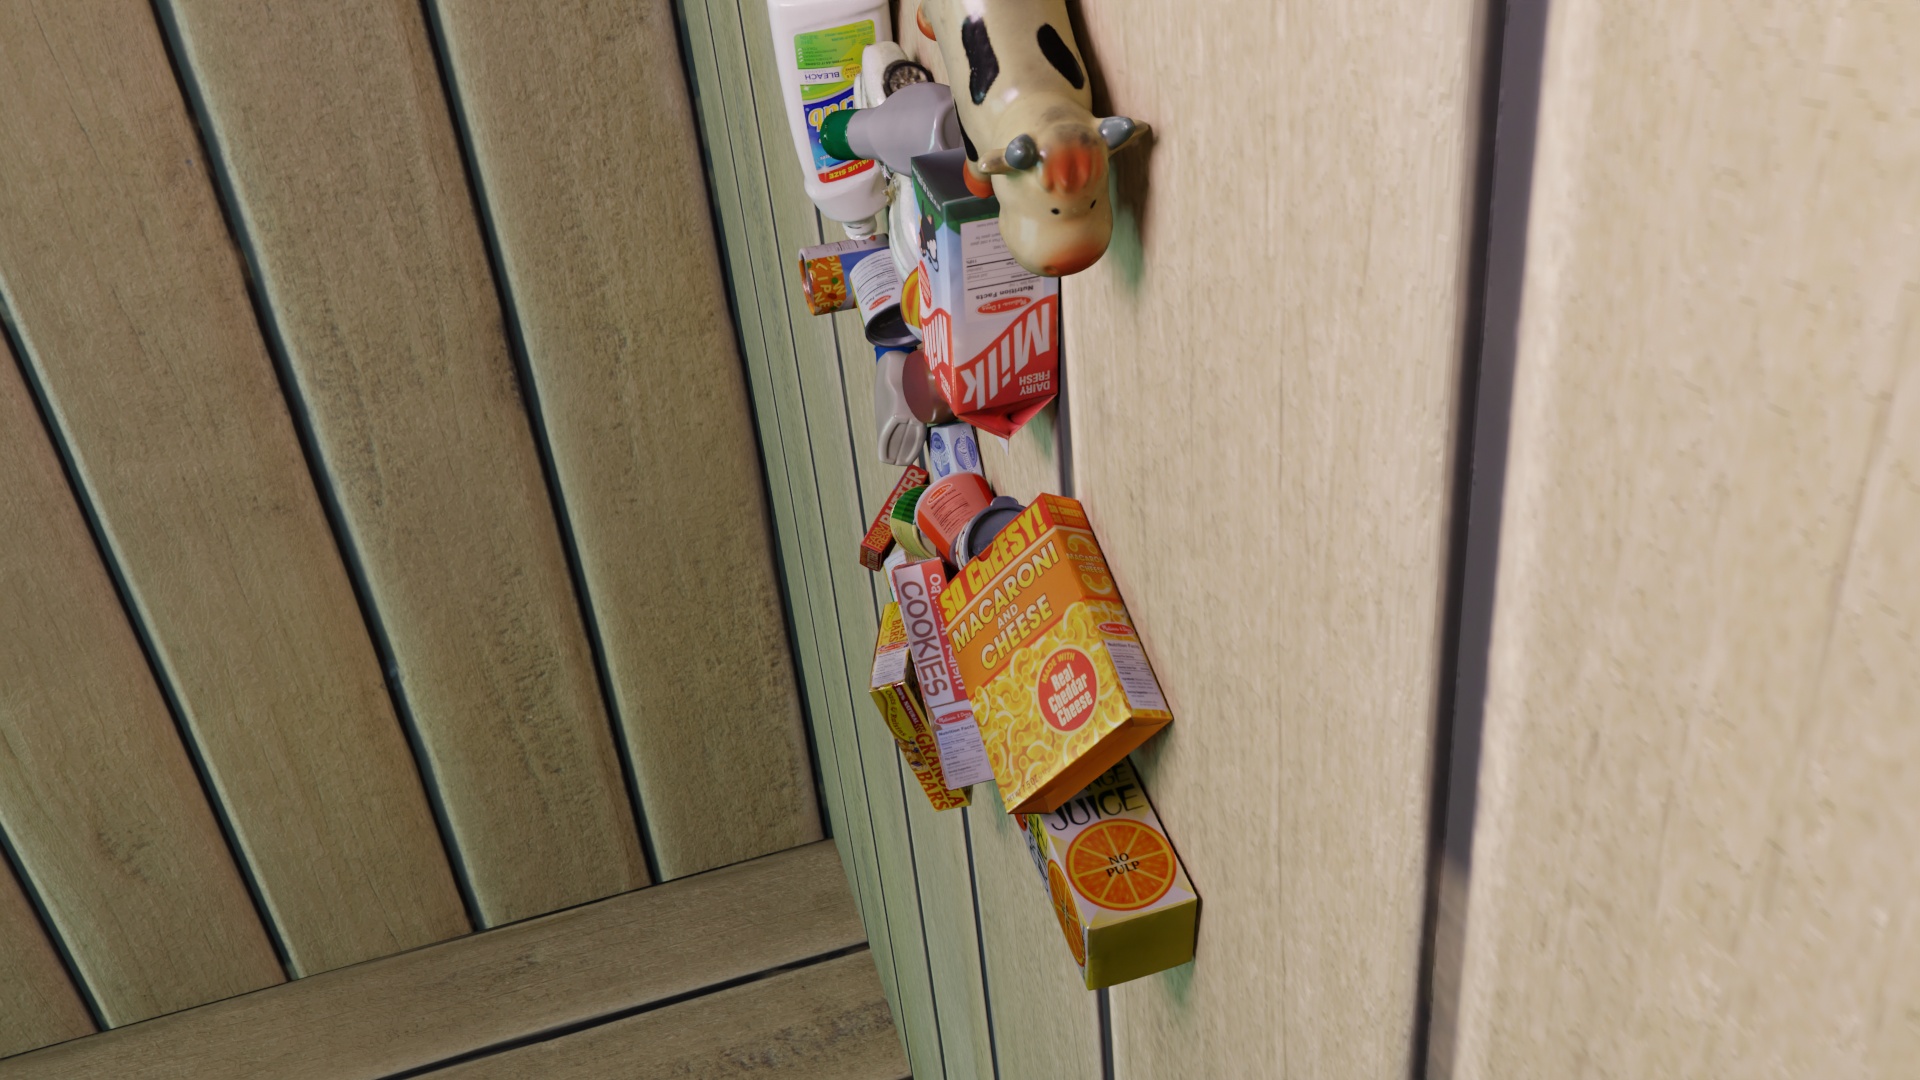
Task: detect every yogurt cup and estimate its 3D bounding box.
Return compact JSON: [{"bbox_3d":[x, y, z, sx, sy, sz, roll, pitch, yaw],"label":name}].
[{"bbox_3d":[0.004,-0.014,1.117,0.072,0.072,0.054,89,155,-45],"label":"yogurt cup"}]

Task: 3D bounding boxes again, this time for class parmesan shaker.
[{"bbox_3d":[-0.018,-0.013,1.218,0.103,0.071,0.071,-165,63,-76],"label":"parmesan shaker"}]

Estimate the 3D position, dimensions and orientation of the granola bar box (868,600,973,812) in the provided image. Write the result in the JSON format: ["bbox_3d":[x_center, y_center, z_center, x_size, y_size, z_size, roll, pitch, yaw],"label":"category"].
[{"bbox_3d":[-0.032,0.154,1.309,0.125,0.039,0.165,-82,-27,-54],"label":"granola bar box"}]

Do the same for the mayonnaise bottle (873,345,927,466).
[{"bbox_3d":[-0.056,-0.136,1.258,0.149,0.041,0.064,-96,20,-46],"label":"mayonnaise bottle"}]

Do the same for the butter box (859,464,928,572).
[{"bbox_3d":[-0.066,-0.022,1.381,0.104,0.024,0.053,-60,-6,-24],"label":"butter box"}]

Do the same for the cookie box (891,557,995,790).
[{"bbox_3d":[-0.015,0.096,1.063,0.123,0.040,0.167,134,122,-88],"label":"cookie box"}]

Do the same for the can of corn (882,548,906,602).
[{"bbox_3d":[-0.037,0.043,1.362,0.071,0.071,0.058,104,152,-64],"label":"can of corn"}]

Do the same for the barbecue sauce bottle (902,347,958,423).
[{"bbox_3d":[-0.012,-0.126,1.117,0.148,0.044,0.064,-161,60,-76],"label":"barbecue sauce bottle"}]

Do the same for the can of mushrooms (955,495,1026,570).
[{"bbox_3d":[0.031,0.005,1.001,0.033,0.071,0.071,143,113,-78],"label":"can of mushrooms"}]

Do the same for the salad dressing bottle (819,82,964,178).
[{"bbox_3d":[-0.045,-0.286,0.972,0.148,0.044,0.064,18,105,49],"label":"salad dressing bottle"}]

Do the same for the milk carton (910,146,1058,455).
[{"bbox_3d":[0.017,-0.149,0.885,0.072,0.073,0.189,-117,18,-49],"label":"milk carton"}]

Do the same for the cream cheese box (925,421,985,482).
[{"bbox_3d":[-0.006,-0.074,1.192,0.104,0.024,0.053,-164,60,-77],"label":"cream cheese box"}]

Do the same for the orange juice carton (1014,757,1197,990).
[{"bbox_3d":[0.085,0.192,0.925,0.193,0.073,0.071,-115,15,-47],"label":"orange juice carton"}]

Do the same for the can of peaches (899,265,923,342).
[{"bbox_3d":[-0.004,-0.169,0.985,0.058,0.071,0.071,-137,36,-69],"label":"can of peaches"}]

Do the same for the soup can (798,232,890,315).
[{"bbox_3d":[-0.106,-0.252,1.330,0.071,0.084,0.071,168,88,-78],"label":"soup can"}]

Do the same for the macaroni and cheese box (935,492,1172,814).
[{"bbox_3d":[0.053,0.072,0.887,0.123,0.040,0.167,-45,50,35],"label":"macaroni and cheese box"}]

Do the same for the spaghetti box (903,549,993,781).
[{"bbox_3d":[-0.003,0.102,1.288,0.029,0.050,0.250,3,-107,-72],"label":"spaghetti box"}]

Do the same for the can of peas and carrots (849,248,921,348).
[{"bbox_3d":[-0.056,-0.207,1.191,0.070,0.071,0.059,102,153,-63],"label":"can of peas and carrots"}]
